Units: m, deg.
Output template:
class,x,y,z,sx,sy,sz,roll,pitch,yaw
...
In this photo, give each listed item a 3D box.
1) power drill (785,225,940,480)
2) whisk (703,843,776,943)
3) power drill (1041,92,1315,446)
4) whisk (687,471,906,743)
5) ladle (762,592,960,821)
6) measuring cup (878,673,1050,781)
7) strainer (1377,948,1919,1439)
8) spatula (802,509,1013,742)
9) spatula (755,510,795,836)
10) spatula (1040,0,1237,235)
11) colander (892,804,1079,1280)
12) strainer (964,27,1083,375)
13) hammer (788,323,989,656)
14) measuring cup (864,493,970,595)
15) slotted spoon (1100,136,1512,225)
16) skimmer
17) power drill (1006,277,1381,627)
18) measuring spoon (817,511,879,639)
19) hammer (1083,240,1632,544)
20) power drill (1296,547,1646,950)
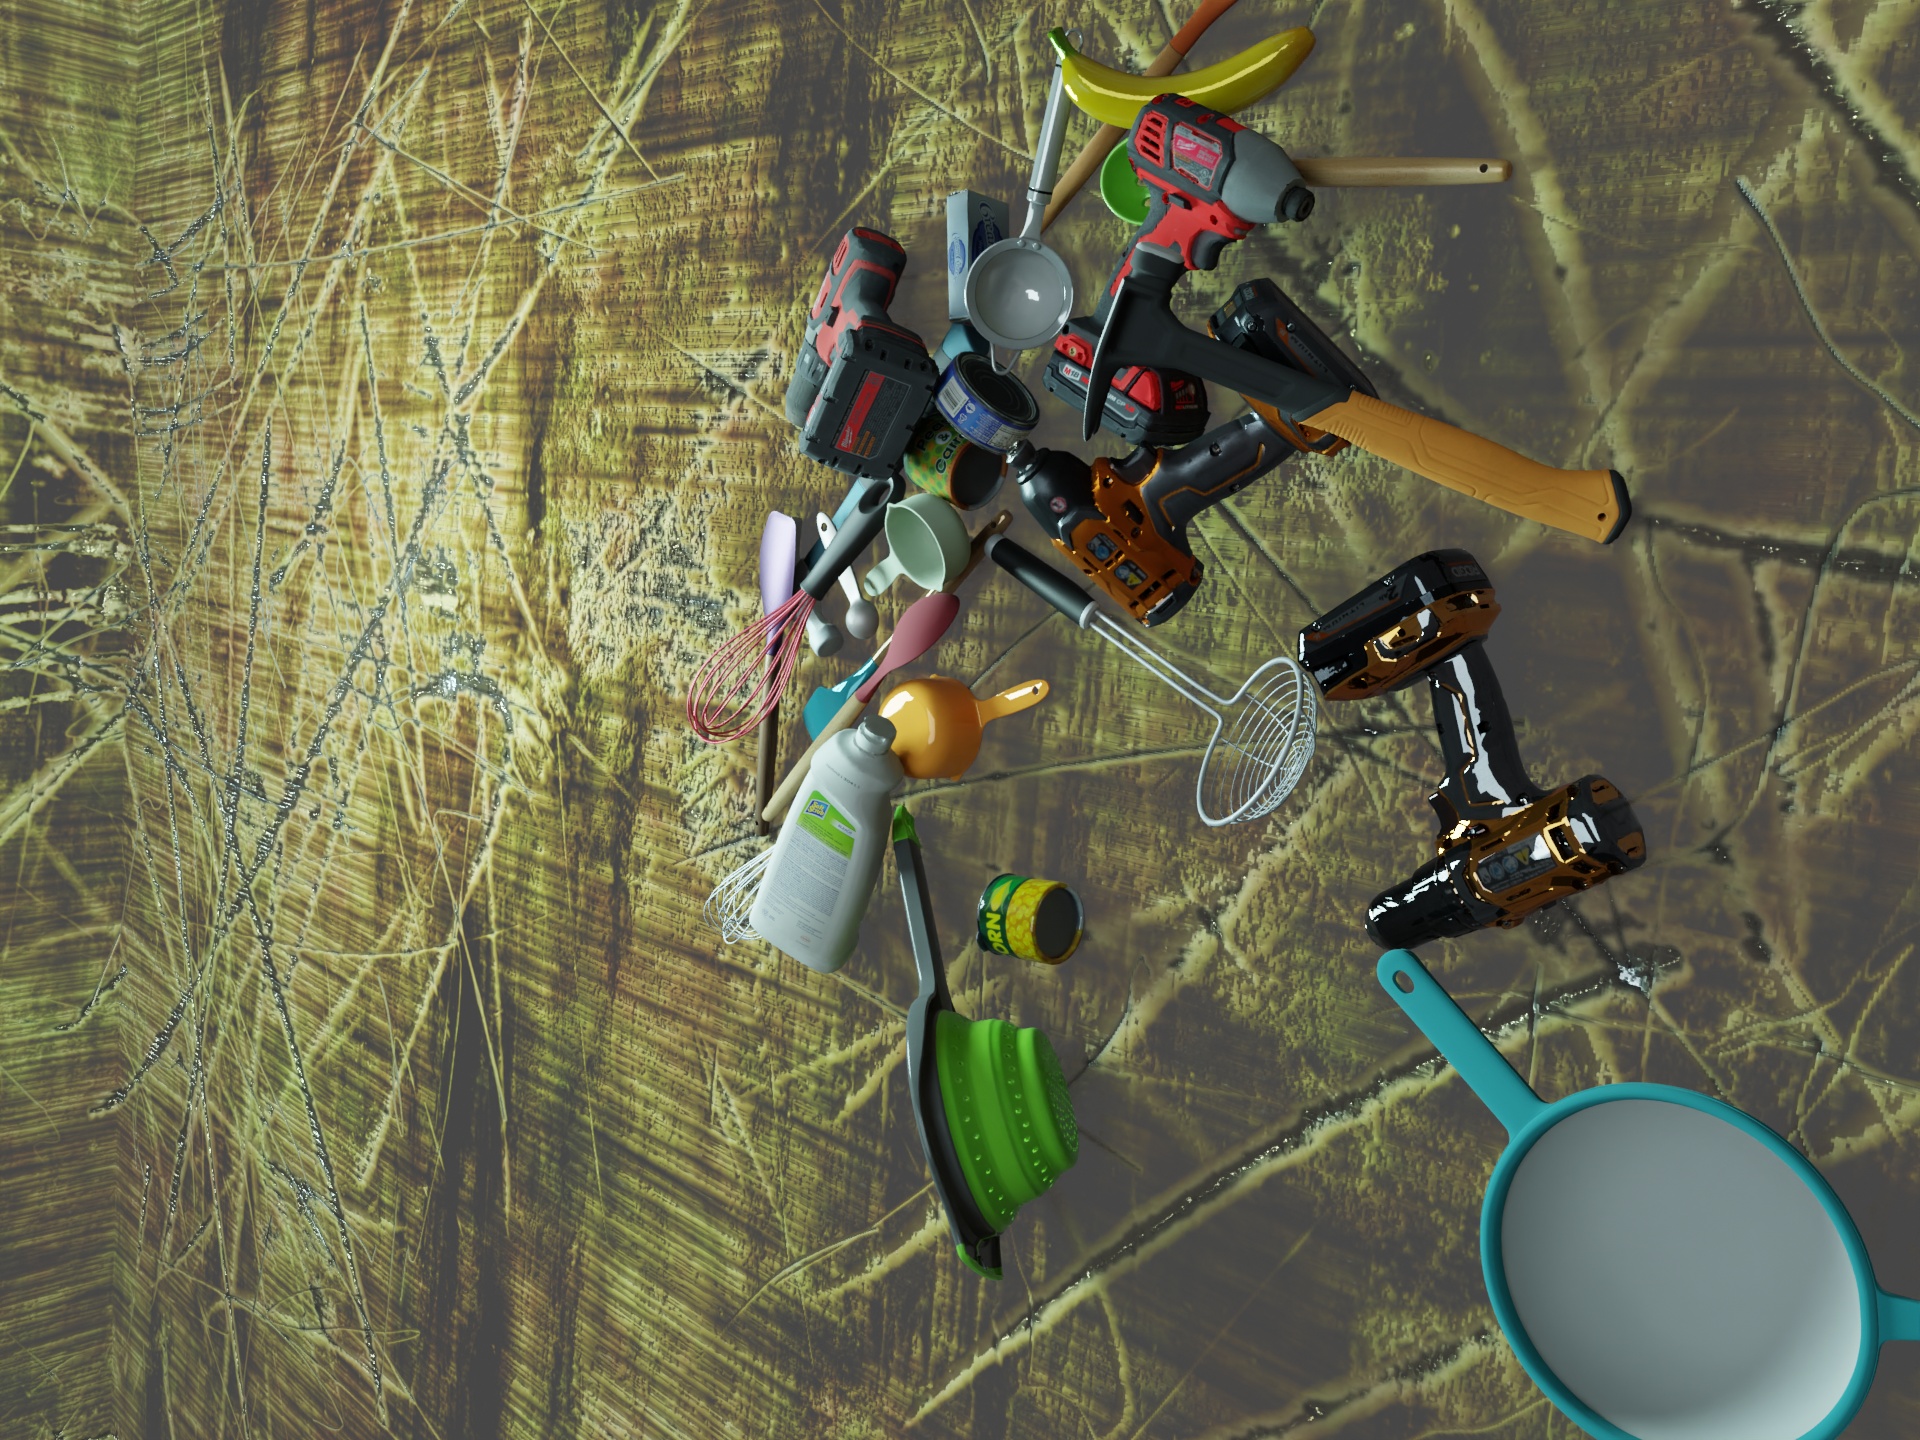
class,x,y,z,sx,sy,sz,roll,pitch,yaw
power drill,-0.096,-0.291,1.338,0.187,0.080,0.227,-60,26,31
whisk,-0.149,0.112,1.467,0.284,0.070,0.070,-49,60,28
power drill,0.155,-0.311,1.121,0.143,0.078,0.219,39,122,29
whisk,-0.140,-0.096,1.379,0.296,0.073,0.073,-51,57,14
ladle,-0.096,-0.005,1.375,0.315,0.031,0.069,-49,19,37
measuring cup,-0.002,-0.004,1.319,0.173,0.052,0.095,-22,77,44
strainer,0.381,0.264,0.937,0.341,0.095,0.211,52,122,32
spatula,-0.050,-0.069,1.386,0.317,0.044,0.082,-46,61,29
spatula,-0.177,-0.039,1.485,0.060,0.018,0.315,27,118,47
spatula,0.140,-0.475,1.171,0.081,0.041,0.322,47,127,3
colander,0.019,0.235,1.281,0.094,0.204,0.398,-18,59,9
strainer,0.061,-0.397,1.229,0.087,0.050,0.258,14,115,2
hammer,-0.072,-0.214,1.393,0.331,0.033,0.128,-52,59,32
measuring cup,-0.041,-0.139,1.339,0.083,0.038,0.167,58,155,-1
slotted spoon,0.230,-0.377,1.100,0.314,0.031,0.070,16,103,41
skimmer,0.120,-0.053,1.173,0.364,0.090,0.127,40,110,36
power drill,0.150,-0.187,1.078,0.226,0.164,0.084,-43,19,24
measuring spoon,-0.105,-0.128,1.394,0.034,0.018,0.124,-32,74,37
hammer,0.243,-0.178,0.981,0.337,0.034,0.127,23,116,9
power drill,0.301,0.028,1.016,0.185,0.084,0.226,-37,72,40
